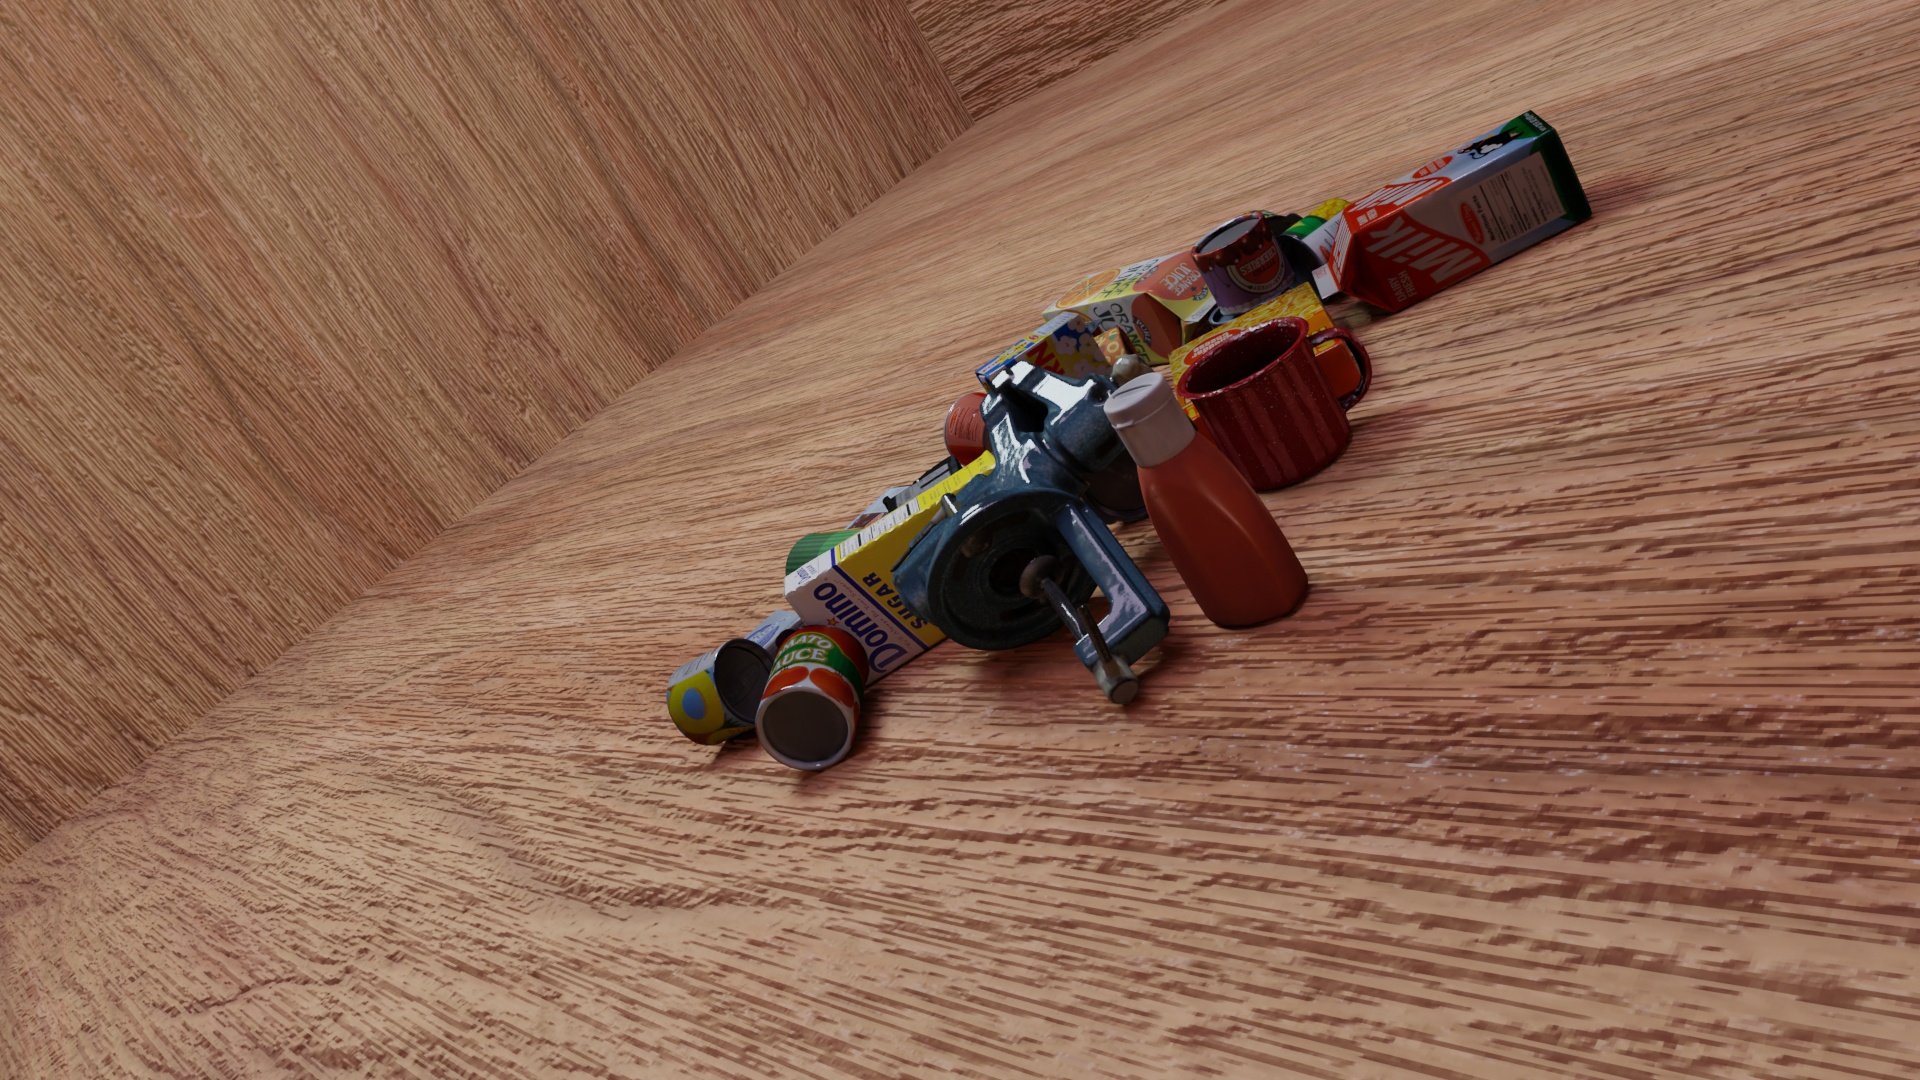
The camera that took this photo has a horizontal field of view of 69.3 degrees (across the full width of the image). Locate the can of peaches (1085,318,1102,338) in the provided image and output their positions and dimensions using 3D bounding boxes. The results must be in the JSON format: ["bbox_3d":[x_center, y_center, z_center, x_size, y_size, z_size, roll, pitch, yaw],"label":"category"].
[{"bbox_3d":[0.109,-0.155,1.242,0.071,0.058,0.071,-29,19,11],"label":"can of peaches"}]

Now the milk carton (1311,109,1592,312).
[{"bbox_3d":[0.353,-0.235,1.032,0.190,0.073,0.073,-26,20,19],"label":"milk carton"}]

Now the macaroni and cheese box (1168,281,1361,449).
[{"bbox_3d":[0.222,-0.127,1.028,0.123,0.040,0.167,-27,20,16],"label":"macaroni and cheese box"}]

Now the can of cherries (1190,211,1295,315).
[{"bbox_3d":[0.228,-0.223,1.116,0.071,0.058,0.072,-28,21,12],"label":"can of cherries"}]

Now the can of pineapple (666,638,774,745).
[{"bbox_3d":[-0.173,0.114,1.024,0.057,0.071,0.071,-27,19,35],"label":"can of pineapple"}]

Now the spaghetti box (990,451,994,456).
[{"bbox_3d":[0.004,-0.014,1.081,0.251,0.050,0.028,-43,23,-28],"label":"spaghetti box"}]

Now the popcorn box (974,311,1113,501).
[{"bbox_3d":[0.081,-0.096,1.042,0.085,0.126,0.038,-35,15,-5],"label":"popcorn box"}]

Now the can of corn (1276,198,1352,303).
[{"bbox_3d":[0.297,-0.236,1.133,0.058,0.071,0.071,-37,20,-12],"label":"can of corn"}]

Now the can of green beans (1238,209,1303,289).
[{"bbox_3d":[0.269,-0.256,1.224,0.071,0.071,0.058,-31,19,5],"label":"can of green beans"}]

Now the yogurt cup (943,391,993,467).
[{"bbox_3d":[0.027,-0.095,1.221,0.072,0.072,0.054,-41,29,-21],"label":"yogurt cup"}]

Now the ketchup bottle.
[{"bbox_3d":[0.130,-0.021,0.757,0.064,0.148,0.044,-12,30,47],"label":"ketchup bottle"}]

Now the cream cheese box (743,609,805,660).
[{"bbox_3d":[-0.166,0.097,1.119,0.104,0.024,0.053,-43,21,-25],"label":"cream cheese box"}]

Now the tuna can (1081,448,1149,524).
[{"bbox_3d":[0.114,-0.047,0.972,0.071,0.071,0.033,-25,20,23],"label":"tuna can"}]

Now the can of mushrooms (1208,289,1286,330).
[{"bbox_3d":[0.242,-0.183,1.140,0.071,0.033,0.071,-29,19,11],"label":"can of mushrooms"}]

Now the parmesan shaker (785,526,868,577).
[{"bbox_3d":[-0.089,0.021,1.108,0.071,0.071,0.103,-44,22,-29],"label":"parmesan shaker"}]

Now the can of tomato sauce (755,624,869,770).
[{"bbox_3d":[-0.100,0.103,0.932,0.071,0.071,0.083,-28,20,15],"label":"can of tomato sauce"}]

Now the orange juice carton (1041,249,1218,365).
[{"bbox_3d":[0.167,-0.204,1.248,0.072,0.073,0.192,-42,22,-26],"label":"orange juice carton"}]

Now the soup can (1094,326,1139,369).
[{"bbox_3d":[0.110,-0.135,1.174,0.083,0.071,0.072,-27,20,17],"label":"soup can"}]

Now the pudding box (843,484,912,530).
[{"bbox_3d":[-0.068,-0.014,1.220,0.084,0.030,0.049,-45,24,-30],"label":"pudding box"}]
